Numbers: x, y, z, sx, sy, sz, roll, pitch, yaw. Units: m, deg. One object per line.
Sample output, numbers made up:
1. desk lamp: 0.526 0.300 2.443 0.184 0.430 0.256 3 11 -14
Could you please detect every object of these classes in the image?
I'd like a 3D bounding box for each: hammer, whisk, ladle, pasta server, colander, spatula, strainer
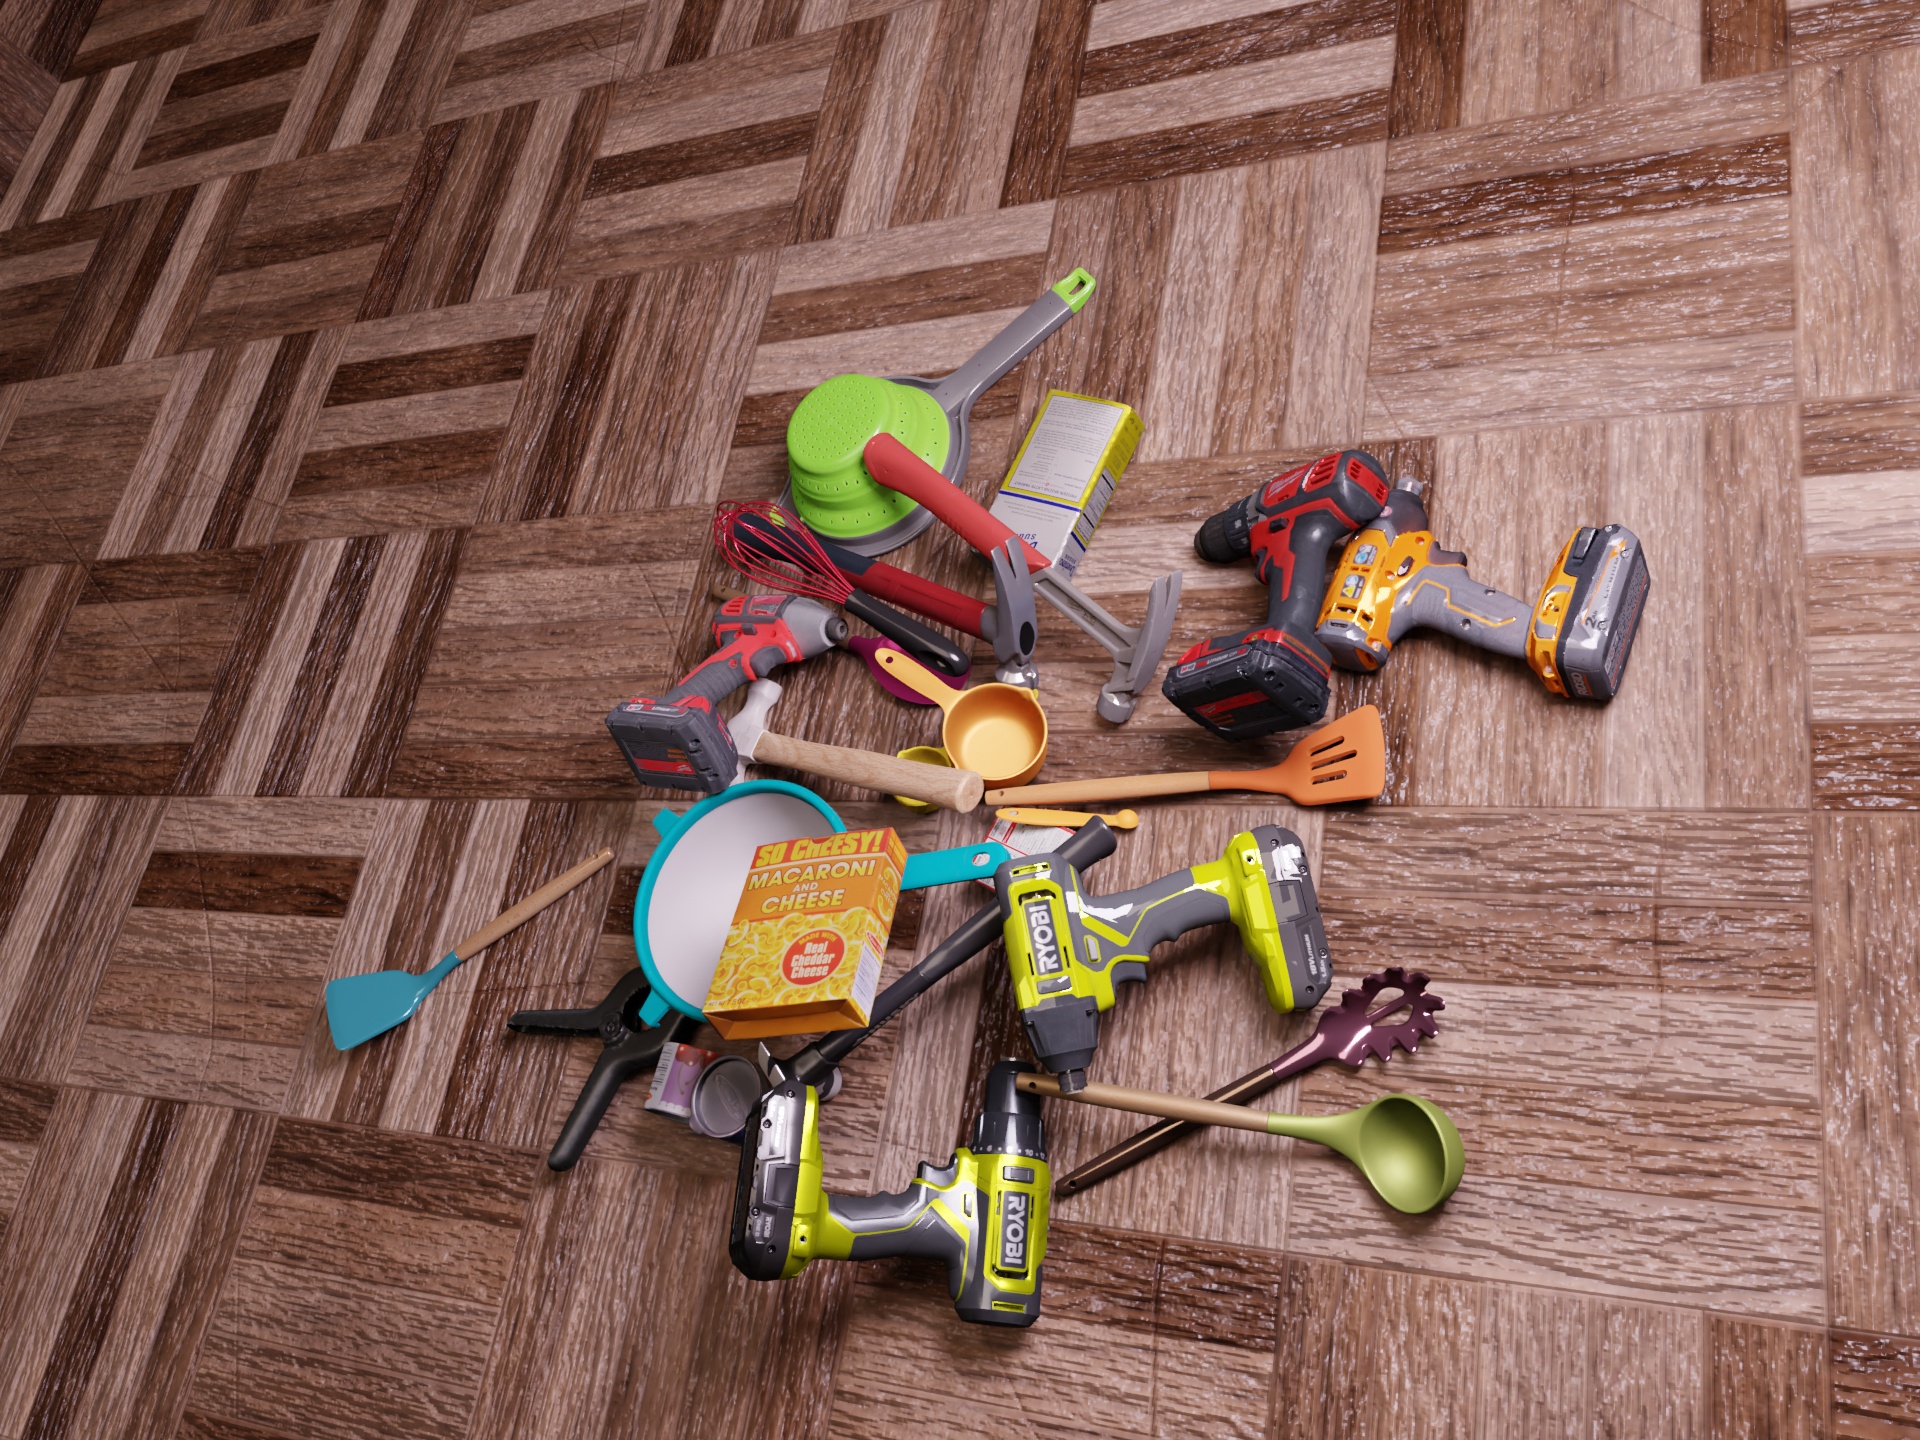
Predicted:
1. hammer: 0.040 -0.156 1.373 0.036 0.149 0.359 -22 51 -37
2. hammer: -0.084 -0.144 1.444 0.387 0.143 0.038 24 46 38
3. whisk: -0.111 -0.117 1.419 0.296 0.073 0.073 33 83 21
4. hammer: -0.015 0.186 1.238 0.335 0.146 0.035 -39 69 4
5. ladle: 0.187 0.281 1.116 0.320 0.062 0.078 5 93 21
6. pasta server: 0.203 0.269 1.150 0.316 0.040 0.060 -32 80 11
7. colander: -0.039 -0.319 1.536 0.397 0.094 0.205 -41 54 4
8. spatula: 0.173 0.045 1.264 0.322 0.041 0.081 -6 58 17
9. hammer: -0.105 0.040 1.384 0.331 0.031 0.130 10 72 46
10. spatula: -0.466 0.208 1.521 0.317 0.044 0.082 -34 52 7
11. strainer: -0.107 0.152 1.336 0.340 0.095 0.211 -11 62 19

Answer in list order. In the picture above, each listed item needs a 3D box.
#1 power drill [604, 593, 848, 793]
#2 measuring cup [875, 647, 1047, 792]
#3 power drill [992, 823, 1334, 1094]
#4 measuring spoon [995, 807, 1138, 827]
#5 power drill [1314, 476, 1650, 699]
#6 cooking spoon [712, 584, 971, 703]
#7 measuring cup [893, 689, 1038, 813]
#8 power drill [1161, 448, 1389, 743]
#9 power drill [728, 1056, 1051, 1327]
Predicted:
1. power drill: -0.202 -0.036 1.429 0.143 0.078 0.220 4 41 35
2. measuring cup: -0.002 -0.004 1.356 0.174 0.052 0.095 35 74 20
3. power drill: 0.147 0.169 1.157 0.223 0.080 0.171 -11 76 2
4. measuring spoon: 0.087 0.076 1.293 0.117 0.011 0.021 3 29 2
5. power drill: 0.397 -0.107 1.217 0.227 0.084 0.164 12 72 36
6. cooking spoon: -0.120 -0.081 1.505 0.319 0.017 0.069 22 74 33
7. measuring cup: 0.007 0.025 1.388 0.156 0.029 0.062 -36 61 -8
8. power drill: 0.235 -0.099 1.258 0.188 0.080 0.227 -18 45 54
9. power drill: -0.043 0.332 1.162 0.228 0.080 0.191 11 65 -13
